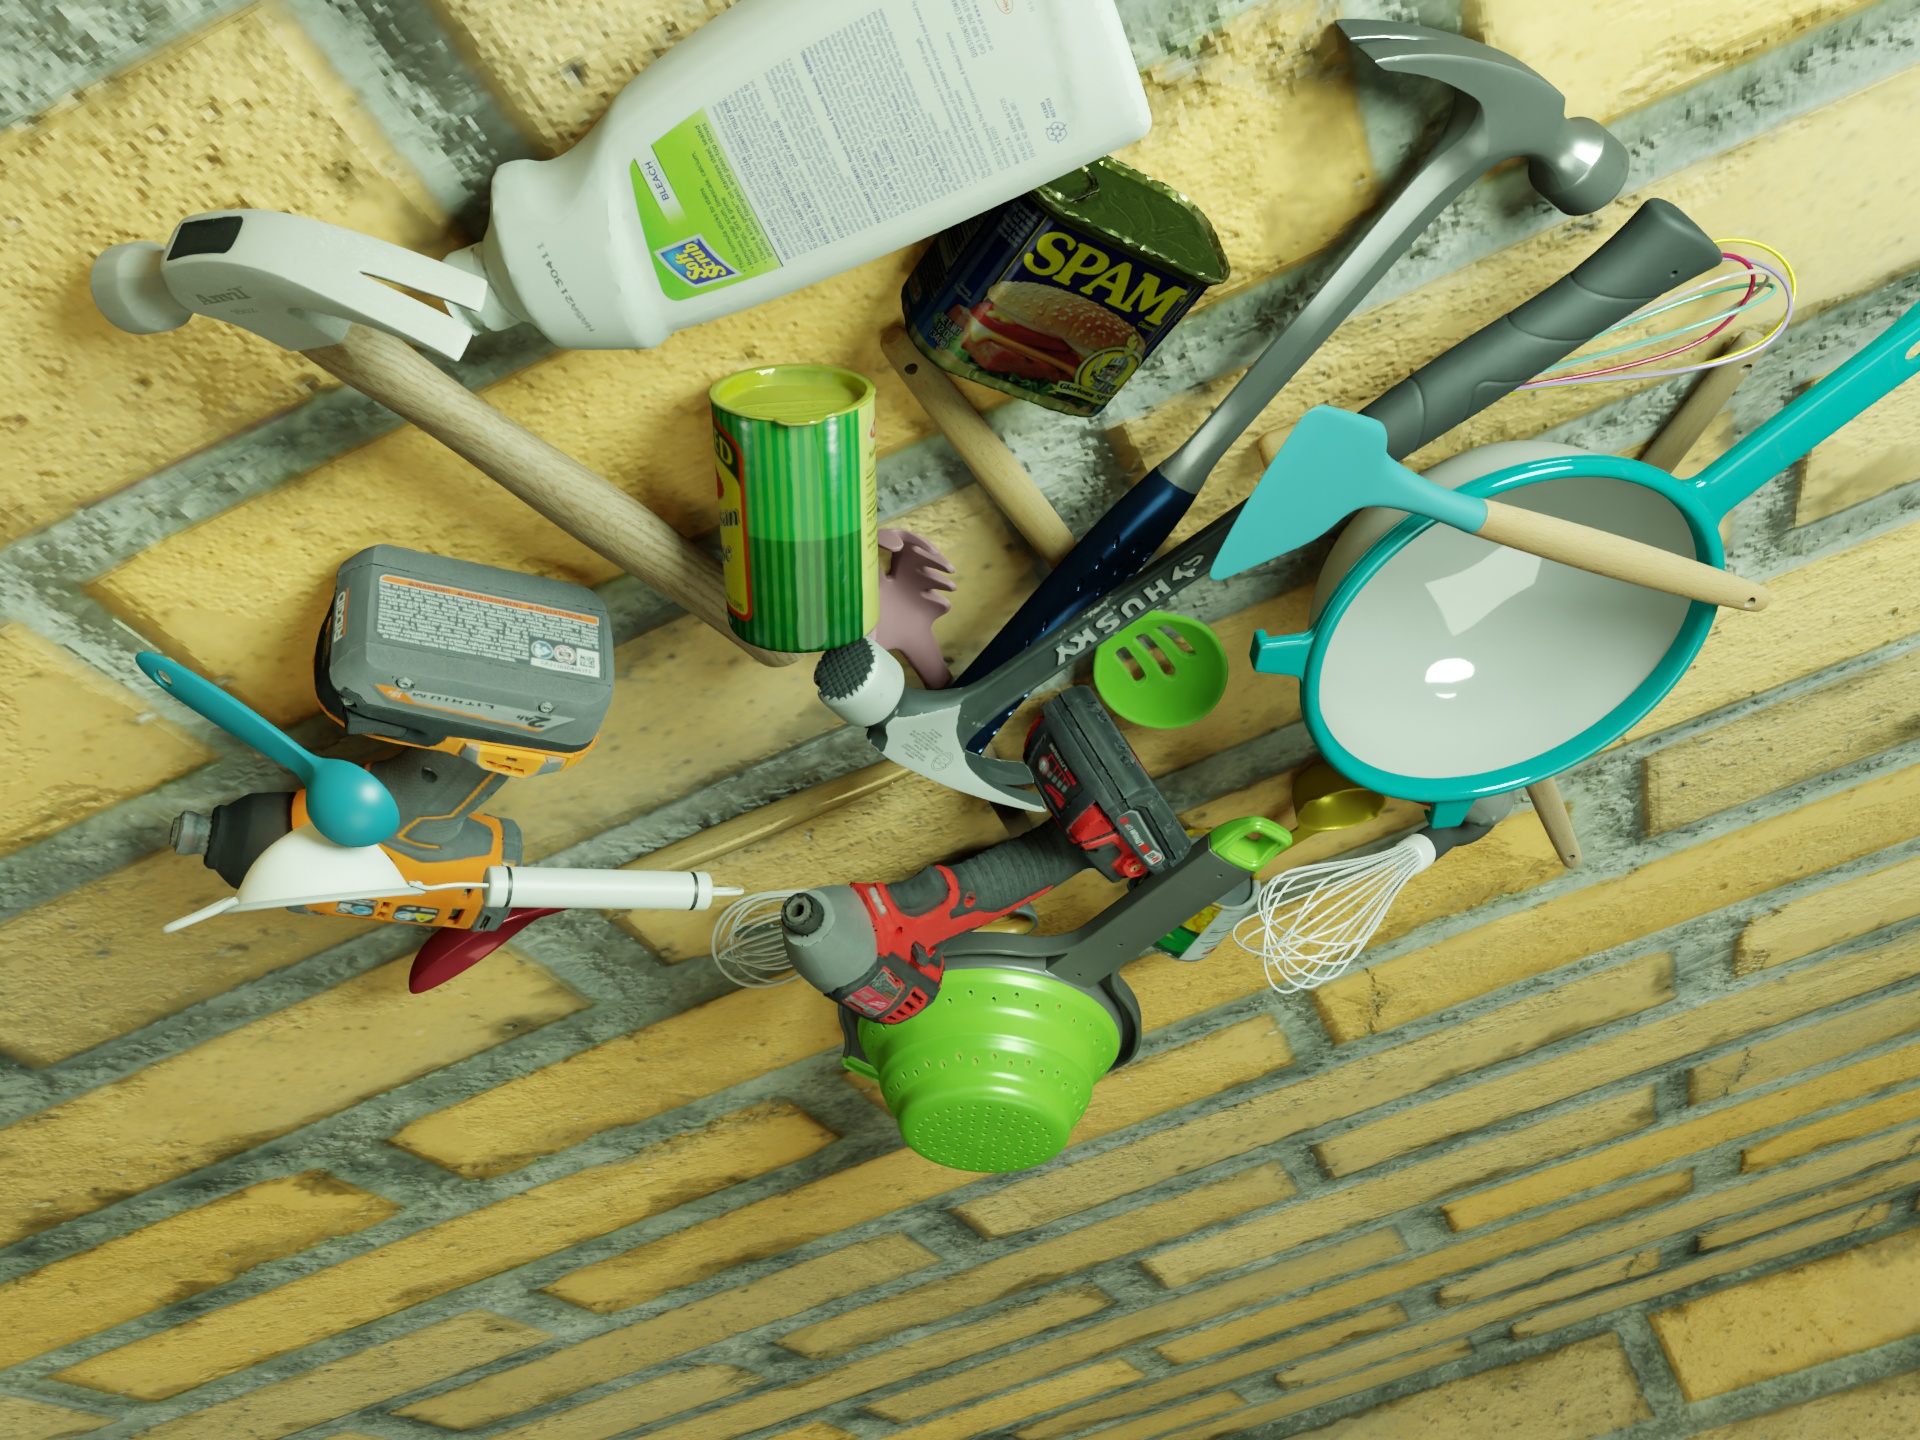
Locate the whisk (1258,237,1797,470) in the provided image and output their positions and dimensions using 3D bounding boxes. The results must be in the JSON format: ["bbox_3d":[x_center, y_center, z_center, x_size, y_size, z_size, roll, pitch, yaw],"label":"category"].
[{"bbox_3d":[0.256,-0.164,0.731,0.245,0.051,0.047,-17,123,9],"label":"whisk"}]

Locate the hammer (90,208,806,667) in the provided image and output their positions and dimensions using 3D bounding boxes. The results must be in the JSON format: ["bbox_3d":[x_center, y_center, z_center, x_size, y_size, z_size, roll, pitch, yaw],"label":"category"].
[{"bbox_3d":[-0.162,-0.096,0.640,0.130,0.031,0.331,2,160,32],"label":"hammer"}]

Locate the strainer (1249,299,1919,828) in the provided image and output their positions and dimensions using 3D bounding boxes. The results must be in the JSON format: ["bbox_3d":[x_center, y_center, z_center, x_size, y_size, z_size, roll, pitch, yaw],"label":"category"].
[{"bbox_3d":[0.306,-0.102,0.779,0.340,0.095,0.210,-40,128,20],"label":"strainer"}]

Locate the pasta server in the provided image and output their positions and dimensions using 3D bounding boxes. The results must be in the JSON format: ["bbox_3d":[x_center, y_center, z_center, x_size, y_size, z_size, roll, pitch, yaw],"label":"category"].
[{"bbox_3d":[-0.001,-0.003,0.842,0.060,0.040,0.315,-32,144,-2],"label":"pasta server"}]

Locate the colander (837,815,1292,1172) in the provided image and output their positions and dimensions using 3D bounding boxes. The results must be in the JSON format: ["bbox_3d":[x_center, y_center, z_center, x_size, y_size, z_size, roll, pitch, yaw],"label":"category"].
[{"bbox_3d":[0.063,0.189,0.990,0.204,0.095,0.397,26,134,-23],"label":"colander"}]

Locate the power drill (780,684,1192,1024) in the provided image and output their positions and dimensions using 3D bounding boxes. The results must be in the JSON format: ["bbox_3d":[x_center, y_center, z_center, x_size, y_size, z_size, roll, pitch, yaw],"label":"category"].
[{"bbox_3d":[0.006,0.083,0.876,0.219,0.079,0.143,-33,148,6],"label":"power drill"}]

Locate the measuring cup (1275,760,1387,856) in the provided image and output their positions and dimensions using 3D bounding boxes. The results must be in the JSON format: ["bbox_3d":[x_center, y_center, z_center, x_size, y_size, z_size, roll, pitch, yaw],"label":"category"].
[{"bbox_3d":[0.207,0.066,1.026,0.062,0.029,0.156,13,147,-32],"label":"measuring cup"}]

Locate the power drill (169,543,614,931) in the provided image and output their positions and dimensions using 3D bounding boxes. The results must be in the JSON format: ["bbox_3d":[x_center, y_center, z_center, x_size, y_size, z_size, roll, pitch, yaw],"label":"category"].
[{"bbox_3d":[-0.268,0.021,0.744,0.164,0.084,0.226,11,140,-28],"label":"power drill"}]

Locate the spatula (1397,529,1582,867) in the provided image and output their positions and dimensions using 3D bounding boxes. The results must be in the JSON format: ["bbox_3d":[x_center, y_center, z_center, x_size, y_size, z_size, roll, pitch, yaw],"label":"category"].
[{"bbox_3d":[0.329,-0.002,0.941,0.060,0.018,0.315,-24,133,16],"label":"spatula"}]

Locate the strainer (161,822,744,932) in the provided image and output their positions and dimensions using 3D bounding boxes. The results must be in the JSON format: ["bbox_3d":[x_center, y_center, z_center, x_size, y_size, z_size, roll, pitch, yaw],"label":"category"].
[{"bbox_3d":[-0.221,0.074,0.730,0.258,0.050,0.087,5,172,-29],"label":"strainer"}]

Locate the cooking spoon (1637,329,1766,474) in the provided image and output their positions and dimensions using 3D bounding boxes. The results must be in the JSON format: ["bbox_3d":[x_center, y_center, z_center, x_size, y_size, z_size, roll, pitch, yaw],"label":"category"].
[{"bbox_3d":[0.339,-0.084,0.874,0.068,0.017,0.318,-1,142,-19],"label":"cooking spoon"}]

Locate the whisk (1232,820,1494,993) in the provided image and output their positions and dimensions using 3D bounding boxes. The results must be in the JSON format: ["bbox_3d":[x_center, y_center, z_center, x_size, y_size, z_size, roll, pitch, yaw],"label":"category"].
[{"bbox_3d":[0.260,0.092,0.971,0.284,0.070,0.070,-21,155,-44],"label":"whisk"}]

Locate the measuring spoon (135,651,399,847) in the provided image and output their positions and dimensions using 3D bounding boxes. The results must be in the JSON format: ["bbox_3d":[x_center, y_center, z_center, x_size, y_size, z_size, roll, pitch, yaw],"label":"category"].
[{"bbox_3d":[-0.295,0.014,0.664,0.128,0.021,0.042,35,133,-4],"label":"measuring spoon"}]

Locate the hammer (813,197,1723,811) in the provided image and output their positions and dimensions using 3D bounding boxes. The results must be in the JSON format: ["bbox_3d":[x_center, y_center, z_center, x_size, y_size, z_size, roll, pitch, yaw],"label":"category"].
[{"bbox_3d":[0.138,-0.090,0.694,0.409,0.036,0.149,-33,139,14],"label":"hammer"}]

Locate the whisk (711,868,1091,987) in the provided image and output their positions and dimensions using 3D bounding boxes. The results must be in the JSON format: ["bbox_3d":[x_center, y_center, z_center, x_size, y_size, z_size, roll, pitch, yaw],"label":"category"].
[{"bbox_3d":[-0.031,0.110,0.972,0.246,0.059,0.057,-14,156,-10],"label":"whisk"}]

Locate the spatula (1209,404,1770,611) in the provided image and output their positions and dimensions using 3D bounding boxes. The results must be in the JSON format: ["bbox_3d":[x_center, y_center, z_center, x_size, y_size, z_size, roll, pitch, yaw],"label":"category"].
[{"bbox_3d":[0.246,-0.075,0.687,0.317,0.044,0.082,10,127,-26],"label":"spatula"}]

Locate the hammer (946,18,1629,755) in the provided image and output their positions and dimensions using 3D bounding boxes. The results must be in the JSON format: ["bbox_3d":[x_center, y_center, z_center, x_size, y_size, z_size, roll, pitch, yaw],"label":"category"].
[{"bbox_3d":[0.099,-0.117,0.702,0.144,0.035,0.405,18,127,-36],"label":"hammer"}]

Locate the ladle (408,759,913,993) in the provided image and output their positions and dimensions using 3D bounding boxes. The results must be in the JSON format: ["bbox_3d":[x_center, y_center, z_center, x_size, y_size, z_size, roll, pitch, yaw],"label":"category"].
[{"bbox_3d":[-0.171,0.083,0.898,0.315,0.031,0.069,-22,174,5],"label":"ladle"}]

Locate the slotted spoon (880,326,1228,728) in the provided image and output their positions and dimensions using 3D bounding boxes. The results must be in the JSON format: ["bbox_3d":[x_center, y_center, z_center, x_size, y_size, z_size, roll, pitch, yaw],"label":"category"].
[{"bbox_3d":[0.049,-0.084,0.765,0.070,0.031,0.313,-28,140,16],"label":"slotted spoon"}]
